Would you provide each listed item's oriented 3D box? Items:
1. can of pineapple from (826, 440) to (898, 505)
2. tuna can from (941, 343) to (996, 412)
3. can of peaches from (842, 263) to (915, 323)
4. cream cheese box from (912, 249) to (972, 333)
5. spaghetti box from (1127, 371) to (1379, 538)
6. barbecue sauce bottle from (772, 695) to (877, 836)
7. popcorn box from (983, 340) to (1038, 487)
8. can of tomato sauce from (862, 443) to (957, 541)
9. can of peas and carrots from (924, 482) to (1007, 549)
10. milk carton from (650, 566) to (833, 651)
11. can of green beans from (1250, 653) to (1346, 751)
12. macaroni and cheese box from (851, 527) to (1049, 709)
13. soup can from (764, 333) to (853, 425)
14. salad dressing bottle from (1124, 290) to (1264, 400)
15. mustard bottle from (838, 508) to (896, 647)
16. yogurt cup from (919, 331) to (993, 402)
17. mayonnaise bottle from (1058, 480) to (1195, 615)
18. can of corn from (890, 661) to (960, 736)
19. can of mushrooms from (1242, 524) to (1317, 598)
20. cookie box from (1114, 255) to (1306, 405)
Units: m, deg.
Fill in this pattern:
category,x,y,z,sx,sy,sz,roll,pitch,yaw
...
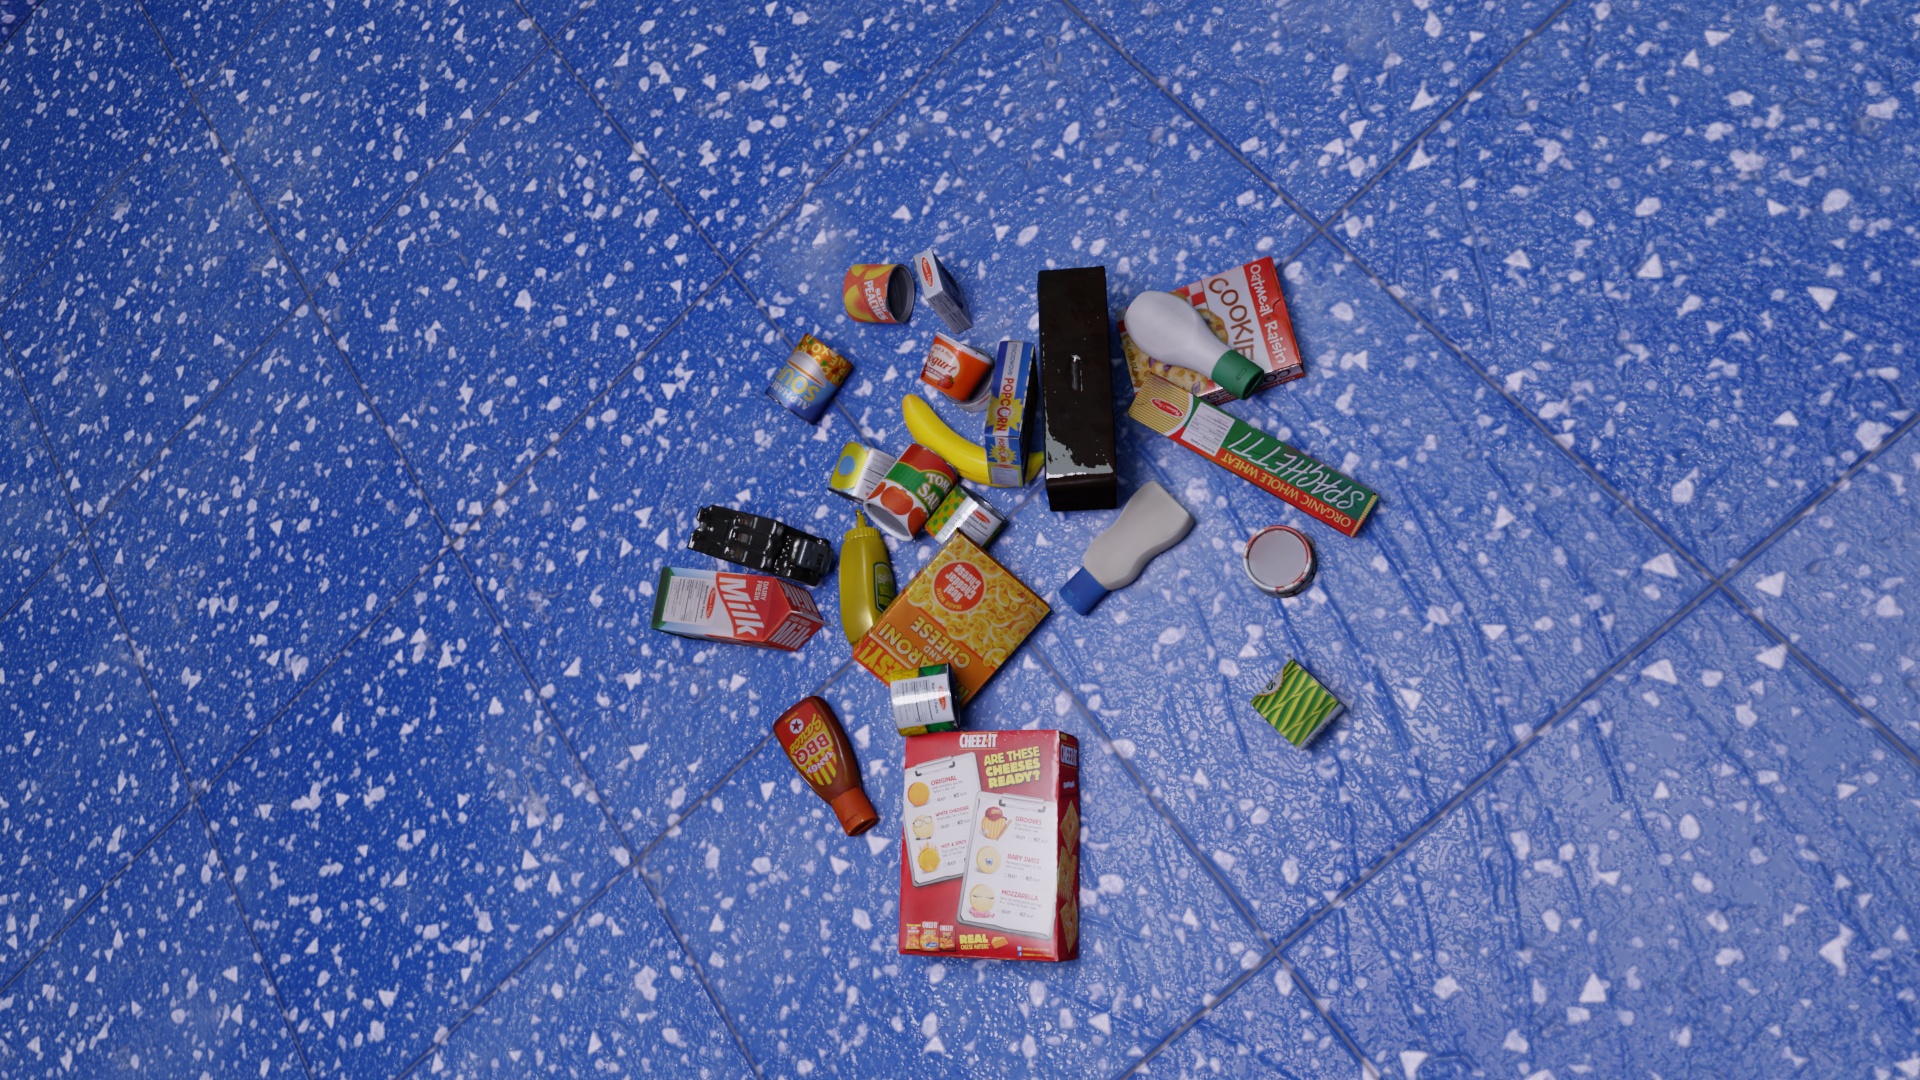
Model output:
category,x,y,z,sx,sy,sz,roll,pitch,yaw
can of pineapple,-0.105,-0.070,1.510,0.071,0.071,0.058,20,85,27
tuna can,0.012,-0.176,1.505,0.071,0.033,0.071,-6,74,22
can of peaches,-0.092,-0.276,1.557,0.058,0.071,0.071,6,79,26
cream cheese box,-0.019,-0.268,1.504,0.024,0.103,0.053,-19,71,14
spaghetti box,0.280,-0.083,1.340,0.250,0.029,0.050,31,100,18
barbecue sauce bottle,-0.137,0.238,1.453,0.065,0.043,0.149,-38,65,9
popcorn box,0.053,-0.130,1.423,0.038,0.084,0.127,5,57,9
can of tomato sauce,-0.052,-0.050,1.466,0.071,0.071,0.083,27,69,27
can of peas and carrots,0.005,-0.018,1.448,0.071,0.071,0.058,42,98,27
milk carton,-0.237,0.077,1.524,0.190,0.072,0.073,4,78,26
can of green beans,0.308,0.150,1.270,0.058,0.071,0.071,-47,64,6
macaroni and cheese box,-0.010,0.090,1.408,0.123,0.040,0.166,40,96,-7
soup can,-0.172,-0.183,1.565,0.071,0.071,0.083,35,92,27
salad dressing bottle,0.229,-0.190,1.364,0.148,0.044,0.064,40,94,26
mustard bottle,-0.100,0.037,1.481,0.048,0.065,0.161,-18,66,23
yogurt cup,-0.007,-0.181,1.460,0.072,0.072,0.054,32,99,27
mayonnaise bottle,0.162,0.011,1.386,0.148,0.041,0.065,-46,62,8
can of corn,-0.034,0.157,1.364,0.058,0.071,0.071,-9,72,5
can of mushrooms,0.306,0.018,1.325,0.071,0.033,0.071,-6,73,23
cookie box,0.251,-0.200,1.403,0.167,0.040,0.123,-18,70,18
